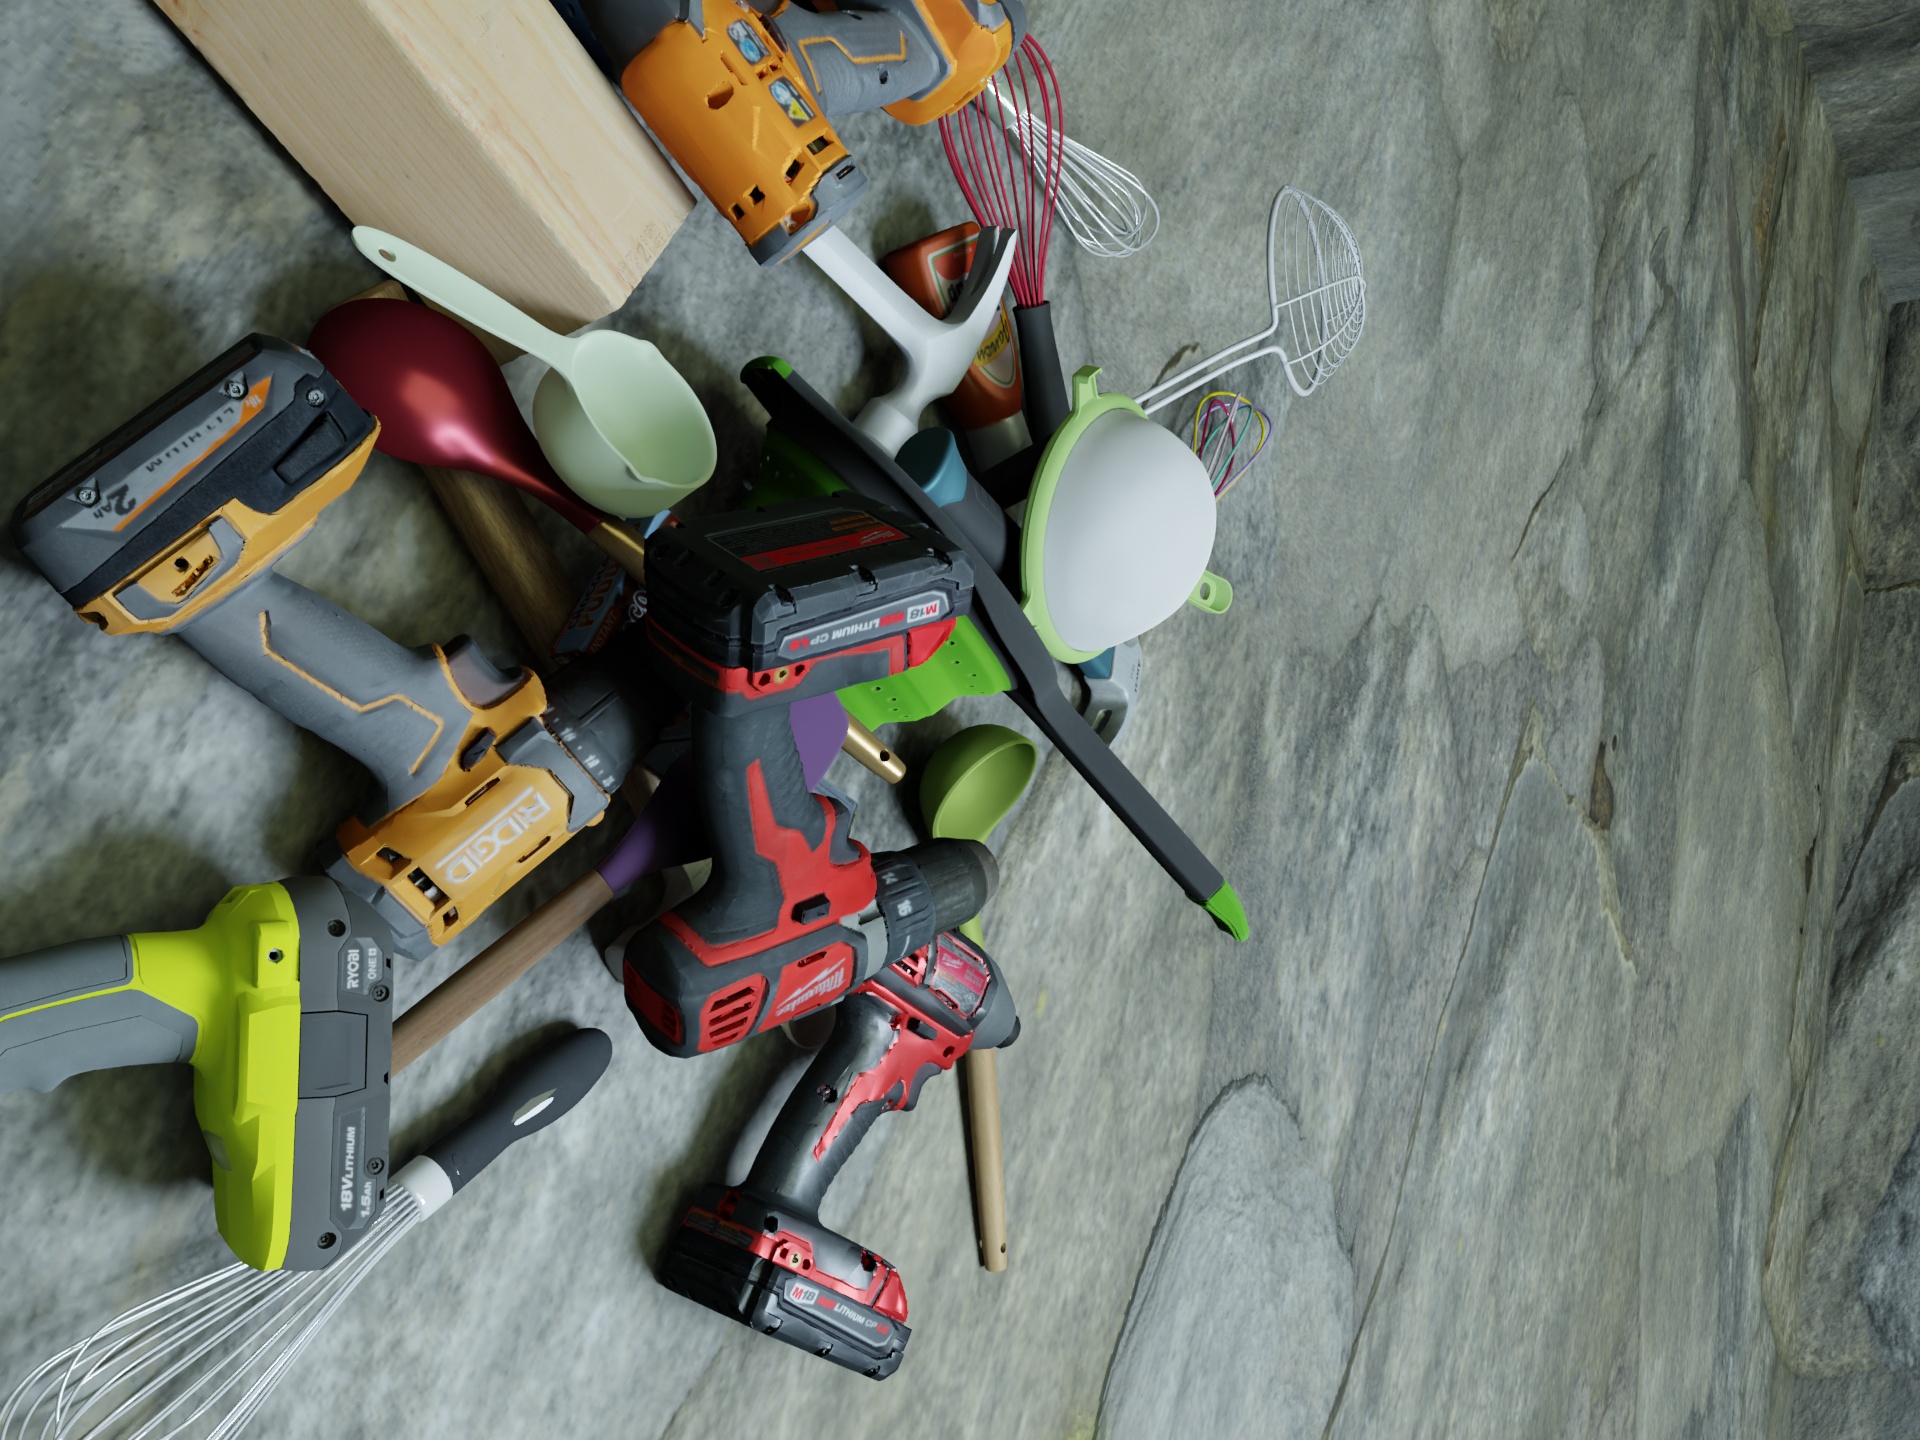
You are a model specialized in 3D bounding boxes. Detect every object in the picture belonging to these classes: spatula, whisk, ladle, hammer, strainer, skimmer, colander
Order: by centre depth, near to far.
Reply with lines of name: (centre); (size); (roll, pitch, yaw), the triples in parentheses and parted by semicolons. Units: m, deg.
whisk: (-0.238, 0.206, 0.627); (0.284, 0.070, 0.070); (-37, 114, -48)
spatula: (-0.168, 0.085, 0.663); (0.316, 0.018, 0.059); (-39, 123, -21)
ladle: (-0.138, -0.068, 0.687); (0.315, 0.031, 0.069); (41, 61, -23)
hammer: (-0.181, -0.042, 0.724); (0.130, 0.031, 0.331); (-46, 119, -39)
hammer: (-0.128, -0.301, 0.778); (0.405, 0.035, 0.144); (38, 85, -35)
colander: (-0.001, -0.003, 0.809); (0.094, 0.204, 0.397); (-44, 106, -5)
hammer: (0.043, -0.076, 0.906); (0.330, 0.033, 0.128); (38, 57, -60)
ladle: (0.018, 0.161, 0.912); (0.078, 0.062, 0.320); (-9, 96, -51)
strainer: (0.124, -0.092, 0.914); (0.256, 0.069, 0.151); (16, 89, -58)
skimmer: (0.104, -0.201, 0.956); (0.363, 0.090, 0.127); (-31, 125, -14)
whisk: (0.040, -0.270, 0.958); (0.073, 0.073, 0.295); (-35, 123, -44)
whisk: (0.038, -0.371, 0.985); (0.246, 0.059, 0.058); (34, 50, -36)
whisk: (0.158, -0.151, 1.079); (0.047, 0.051, 0.245); (50, 45, -24)

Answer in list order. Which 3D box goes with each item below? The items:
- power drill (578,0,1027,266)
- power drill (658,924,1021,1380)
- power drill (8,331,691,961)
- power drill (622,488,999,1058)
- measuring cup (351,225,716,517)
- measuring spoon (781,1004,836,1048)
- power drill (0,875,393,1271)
power drill: (-0.074, -0.322, 0.725); (0.164, 0.084, 0.227); (51, 45, -16)
power drill: (-0.046, 0.203, 0.804); (0.143, 0.078, 0.220); (41, 63, -38)
power drill: (-0.211, -0.039, 0.614); (0.185, 0.084, 0.226); (-40, 120, -10)
power drill: (-0.051, 0.023, 0.674); (0.188, 0.080, 0.226); (-17, 126, -38)
measuring cup: (-0.173, -0.138, 0.634); (0.167, 0.038, 0.083); (29, 41, -37)
measuring spoon: (-0.114, 0.142, 0.800); (0.124, 0.018, 0.034); (17, 82, -39)
power drill: (-0.312, 0.135, 0.516); (0.228, 0.080, 0.190); (4, 83, -37)
